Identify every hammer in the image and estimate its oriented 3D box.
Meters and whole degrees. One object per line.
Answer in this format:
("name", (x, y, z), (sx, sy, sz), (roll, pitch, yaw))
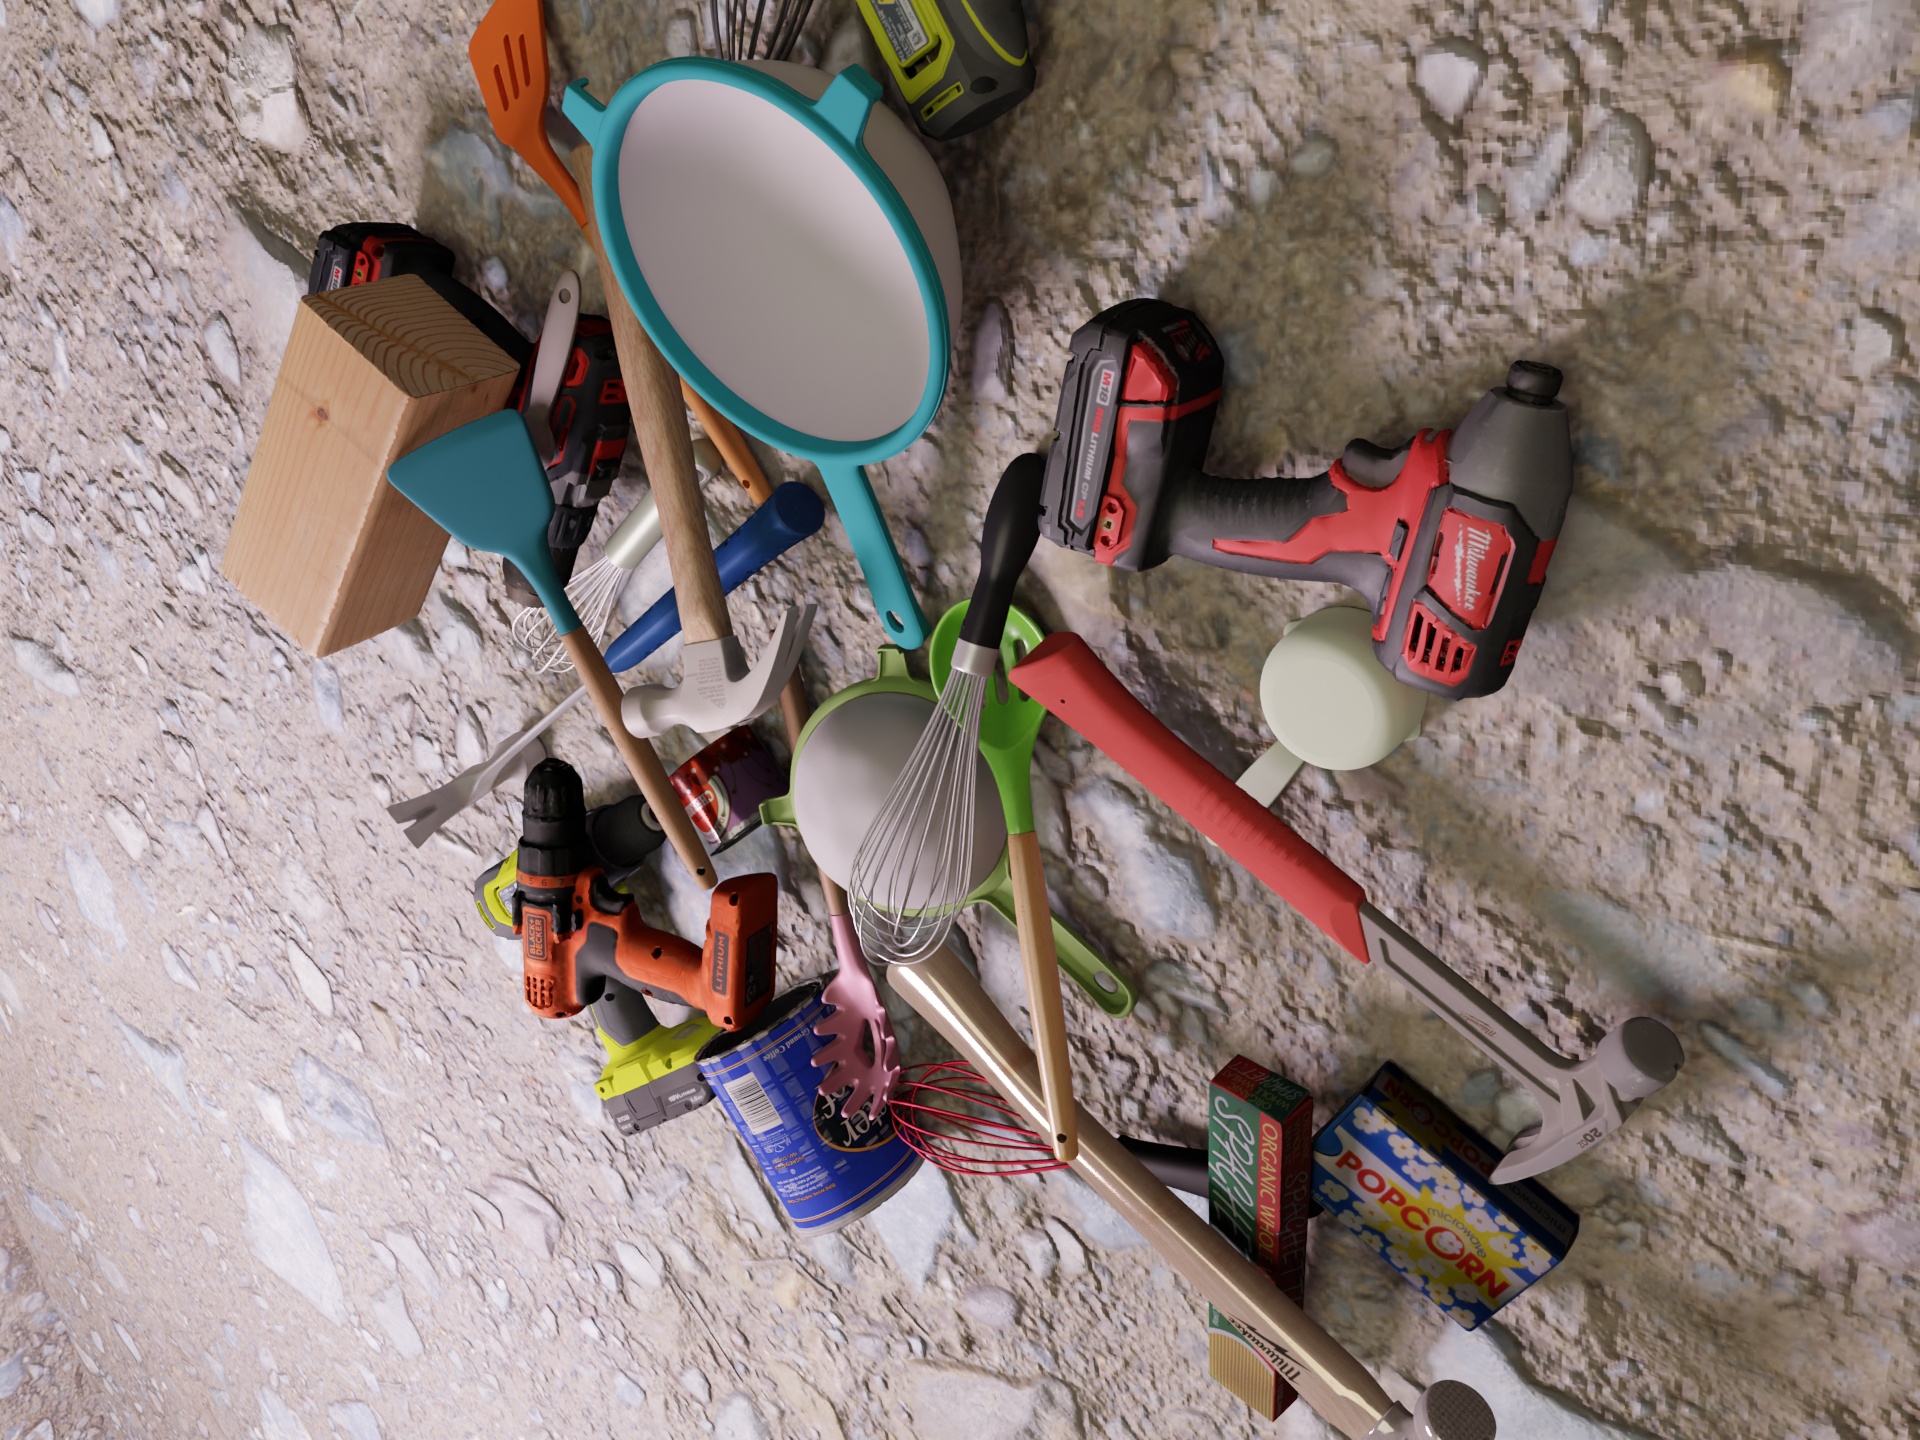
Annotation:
("hammer", (0.168, 0.083, 0.793), (0.359, 0.037, 0.149), (40, 146, 12))
("hammer", (-0.230, -0.030, 1.024), (0.405, 0.144, 0.035), (-33, 95, 37))
("hammer", (-0.164, -0.157, 0.893), (0.130, 0.031, 0.331), (-8, 98, 28))
("hammer", (0.102, 0.278, 0.901), (0.411, 0.038, 0.146), (41, 138, 25))

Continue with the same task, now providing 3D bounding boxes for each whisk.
("whisk", (-0.221, -0.103, 1.022), (0.057, 0.059, 0.246), (28, 135, -25))
("whisk", (-0.116, -0.310, 0.823), (0.055, 0.055, 0.238), (37, 136, 16))
("whisk", (-0.002, -0.003, 0.839), (0.070, 0.070, 0.284), (21, 100, 28))
("whisk", (0.079, 0.262, 0.976), (0.296, 0.073, 0.073), (5, 117, 29))

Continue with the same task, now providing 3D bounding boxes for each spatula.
("spatula", (-0.221, -0.028, 0.943), (0.317, 0.082, 0.044), (64, 178, -18))
("spatula", (-0.194, -0.270, 0.924), (0.081, 0.041, 0.322), (-23, 102, 44))

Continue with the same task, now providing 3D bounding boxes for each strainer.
("strainer", (-0.054, -0.191, 0.823), (0.211, 0.095, 0.340), (14, 140, 35))
("strainer", (-0.004, 0.089, 0.916), (0.256, 0.069, 0.151), (42, 116, 6))

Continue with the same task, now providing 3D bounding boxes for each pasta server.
("pasta server", (-0.085, 0.098, 1.003), (0.060, 0.040, 0.316), (-4, 103, 34))

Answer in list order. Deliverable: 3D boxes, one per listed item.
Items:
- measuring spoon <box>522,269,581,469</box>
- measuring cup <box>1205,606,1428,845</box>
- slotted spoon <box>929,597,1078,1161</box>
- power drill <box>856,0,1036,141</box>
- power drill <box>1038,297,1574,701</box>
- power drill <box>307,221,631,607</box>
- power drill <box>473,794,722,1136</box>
("measuring spoon", (-0.241, -0.199, 0.914), (0.034, 0.018, 0.124), (29, 115, 16))
("measuring cup", (0.161, 0.017, 0.788), (0.083, 0.038, 0.167), (43, 130, 12))
("slotted spoon", (0.035, 0.087, 0.877), (0.070, 0.031, 0.314), (-8, 91, 16))
("power drill", (0.027, -0.372, 0.660), (0.223, 0.080, 0.171), (-19, 102, 46))
("power drill", (0.154, -0.109, 0.701), (0.220, 0.078, 0.143), (23, 120, 23))
("power drill", (-0.309, -0.194, 1.000), (0.227, 0.080, 0.187), (31, 117, 18))
("power drill", (-0.240, 0.172, 1.161), (0.190, 0.080, 0.228), (-28, 92, 35))
